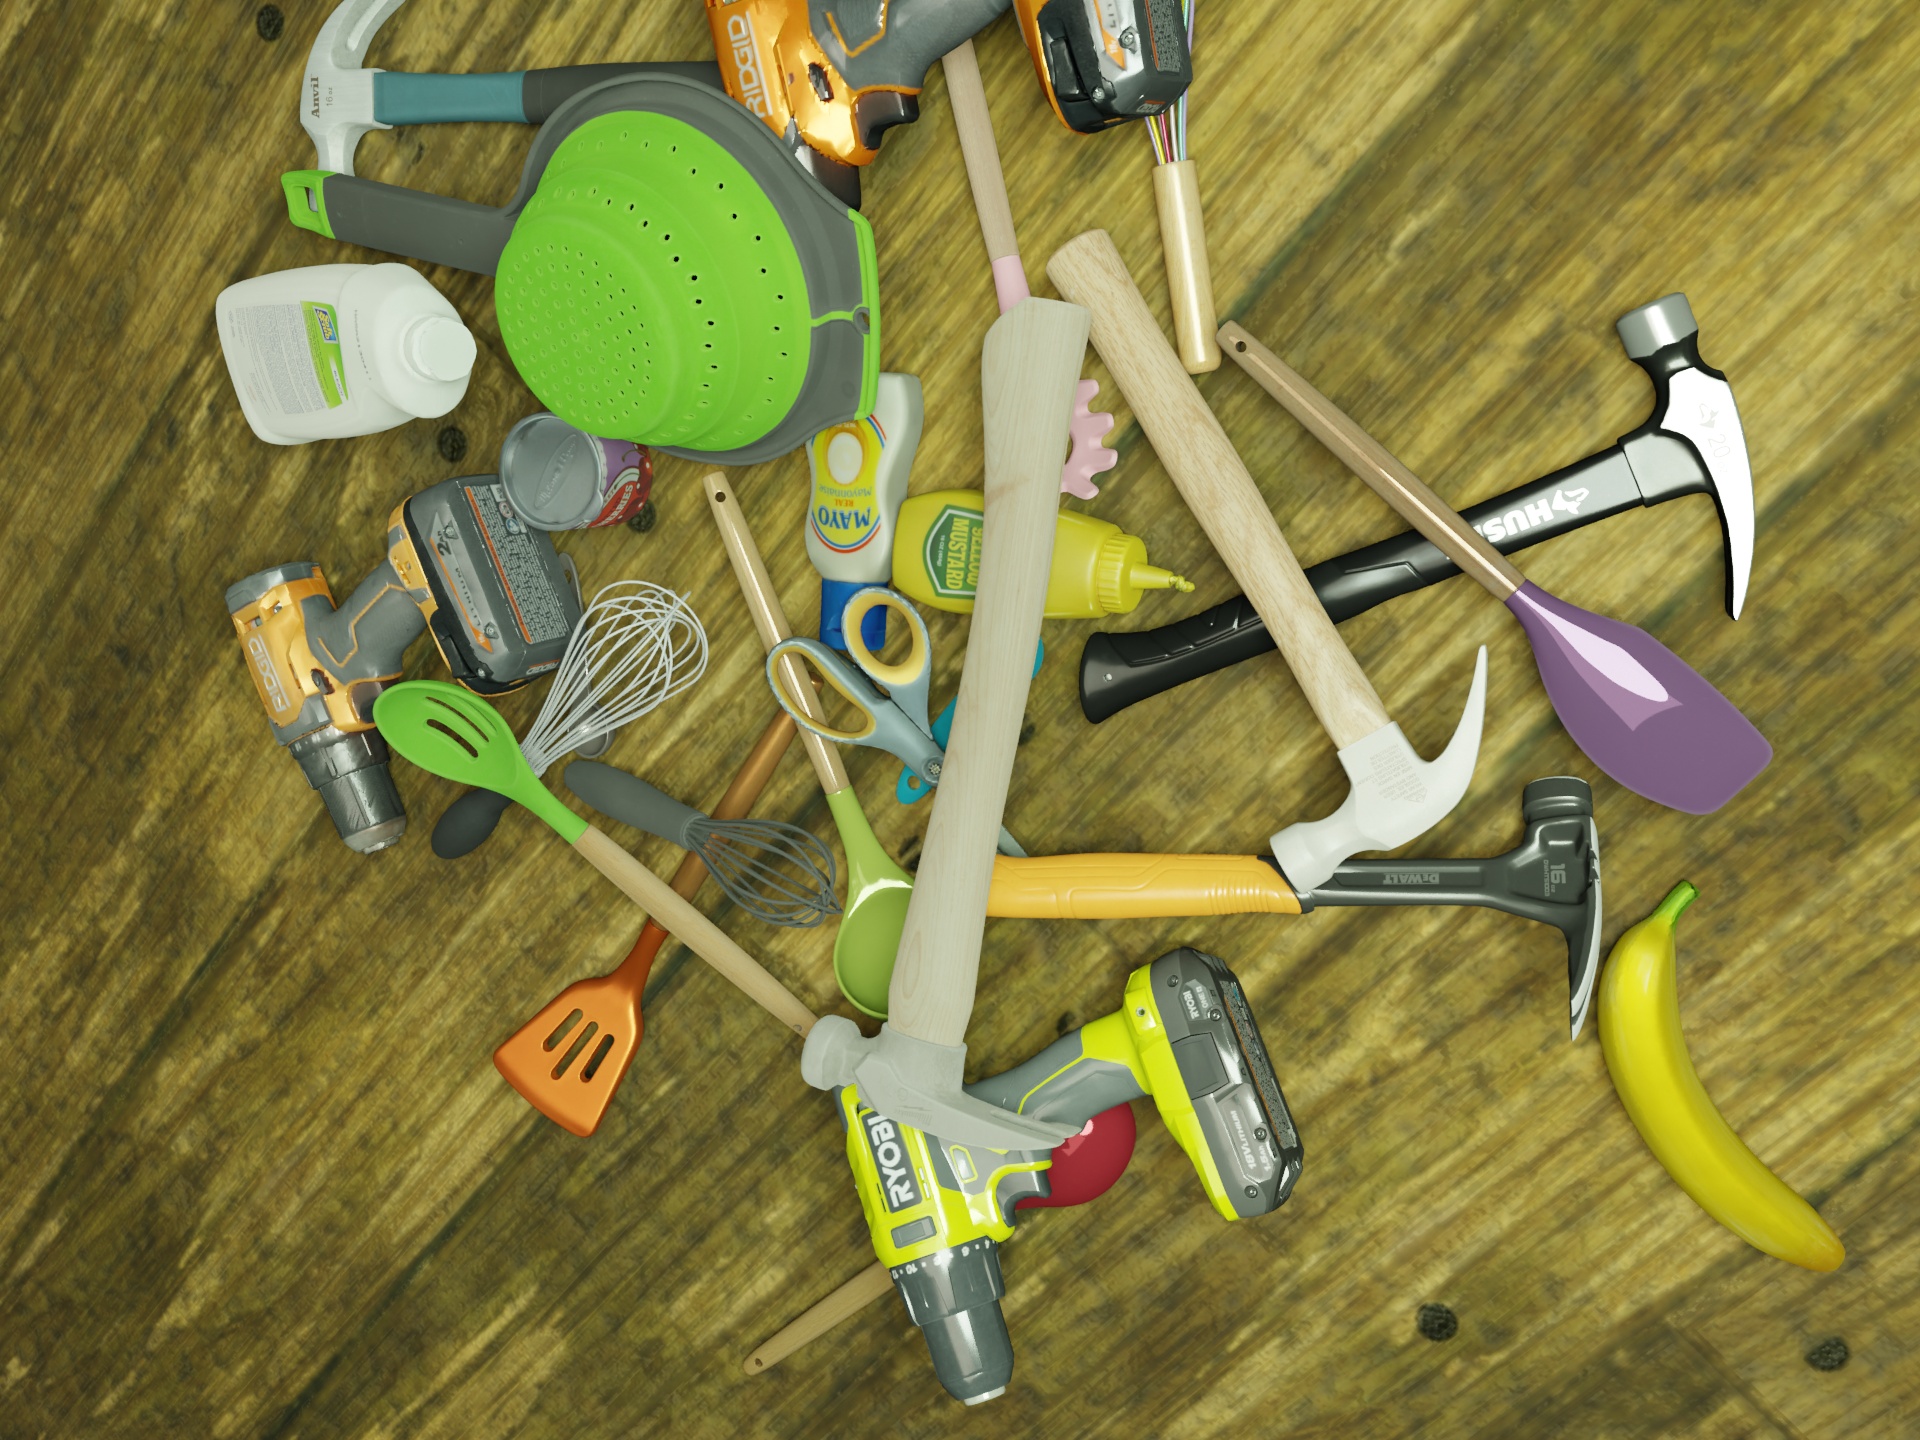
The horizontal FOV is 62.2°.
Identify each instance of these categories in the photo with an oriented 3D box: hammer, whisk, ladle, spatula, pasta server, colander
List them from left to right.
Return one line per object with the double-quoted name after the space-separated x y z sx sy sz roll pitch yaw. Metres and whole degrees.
-0.233 -0.230 0.825 0.397 0.094 0.204 18 129 23 "colander"
-0.227 -0.346 0.886 0.331 0.033 0.128 7 103 19 "hammer"
-0.236 0.011 0.922 0.284 0.070 0.070 -39 85 35 "whisk"
-0.169 0.105 0.939 0.081 0.041 0.322 37 108 9 "spatula"
-0.151 0.062 0.887 0.239 0.055 0.055 19 107 40 "whisk"
-0.076 0.015 0.869 0.078 0.062 0.320 -22 95 -4 "ladle"
-0.023 0.307 0.929 0.315 0.031 0.069 -41 82 23 "ladle"
0.018 -0.263 0.808 0.060 0.040 0.316 -14 93 -7 "pasta server"
0.021 0.004 0.779 0.146 0.038 0.410 13 98 24 "hammer"
0.104 -0.293 0.772 0.051 0.047 0.245 -3 103 33 "whisk"
0.135 0.088 0.785 0.337 0.127 0.034 -2 140 20 "hammer"
0.136 -0.092 0.758 0.130 0.031 0.331 -31 80 15 "hammer"
0.209 -0.067 0.774 0.335 0.035 0.146 -22 91 22 "hammer"
0.235 -0.076 0.734 0.316 0.018 0.059 45 110 8 "spatula"

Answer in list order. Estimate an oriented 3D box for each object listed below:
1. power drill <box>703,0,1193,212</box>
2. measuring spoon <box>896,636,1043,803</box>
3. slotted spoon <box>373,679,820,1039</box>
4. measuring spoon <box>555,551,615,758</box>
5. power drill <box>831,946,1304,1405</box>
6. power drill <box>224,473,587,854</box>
-0.012 -0.309 0.753 0.226 0.084 0.164 -4 106 28 "power drill"
-0.001 -0.003 0.868 0.042 0.021 0.128 38 109 10 "measuring spoon"
-0.197 0.082 0.903 0.313 0.031 0.070 42 125 -12 "slotted spoon"
-0.224 -0.039 0.950 0.034 0.018 0.124 -9 90 33 "measuring spoon"
0.054 0.232 0.826 0.228 0.080 0.191 -24 72 15 "power drill"
-0.331 -0.030 0.951 0.226 0.084 0.185 -21 92 29 "power drill"
